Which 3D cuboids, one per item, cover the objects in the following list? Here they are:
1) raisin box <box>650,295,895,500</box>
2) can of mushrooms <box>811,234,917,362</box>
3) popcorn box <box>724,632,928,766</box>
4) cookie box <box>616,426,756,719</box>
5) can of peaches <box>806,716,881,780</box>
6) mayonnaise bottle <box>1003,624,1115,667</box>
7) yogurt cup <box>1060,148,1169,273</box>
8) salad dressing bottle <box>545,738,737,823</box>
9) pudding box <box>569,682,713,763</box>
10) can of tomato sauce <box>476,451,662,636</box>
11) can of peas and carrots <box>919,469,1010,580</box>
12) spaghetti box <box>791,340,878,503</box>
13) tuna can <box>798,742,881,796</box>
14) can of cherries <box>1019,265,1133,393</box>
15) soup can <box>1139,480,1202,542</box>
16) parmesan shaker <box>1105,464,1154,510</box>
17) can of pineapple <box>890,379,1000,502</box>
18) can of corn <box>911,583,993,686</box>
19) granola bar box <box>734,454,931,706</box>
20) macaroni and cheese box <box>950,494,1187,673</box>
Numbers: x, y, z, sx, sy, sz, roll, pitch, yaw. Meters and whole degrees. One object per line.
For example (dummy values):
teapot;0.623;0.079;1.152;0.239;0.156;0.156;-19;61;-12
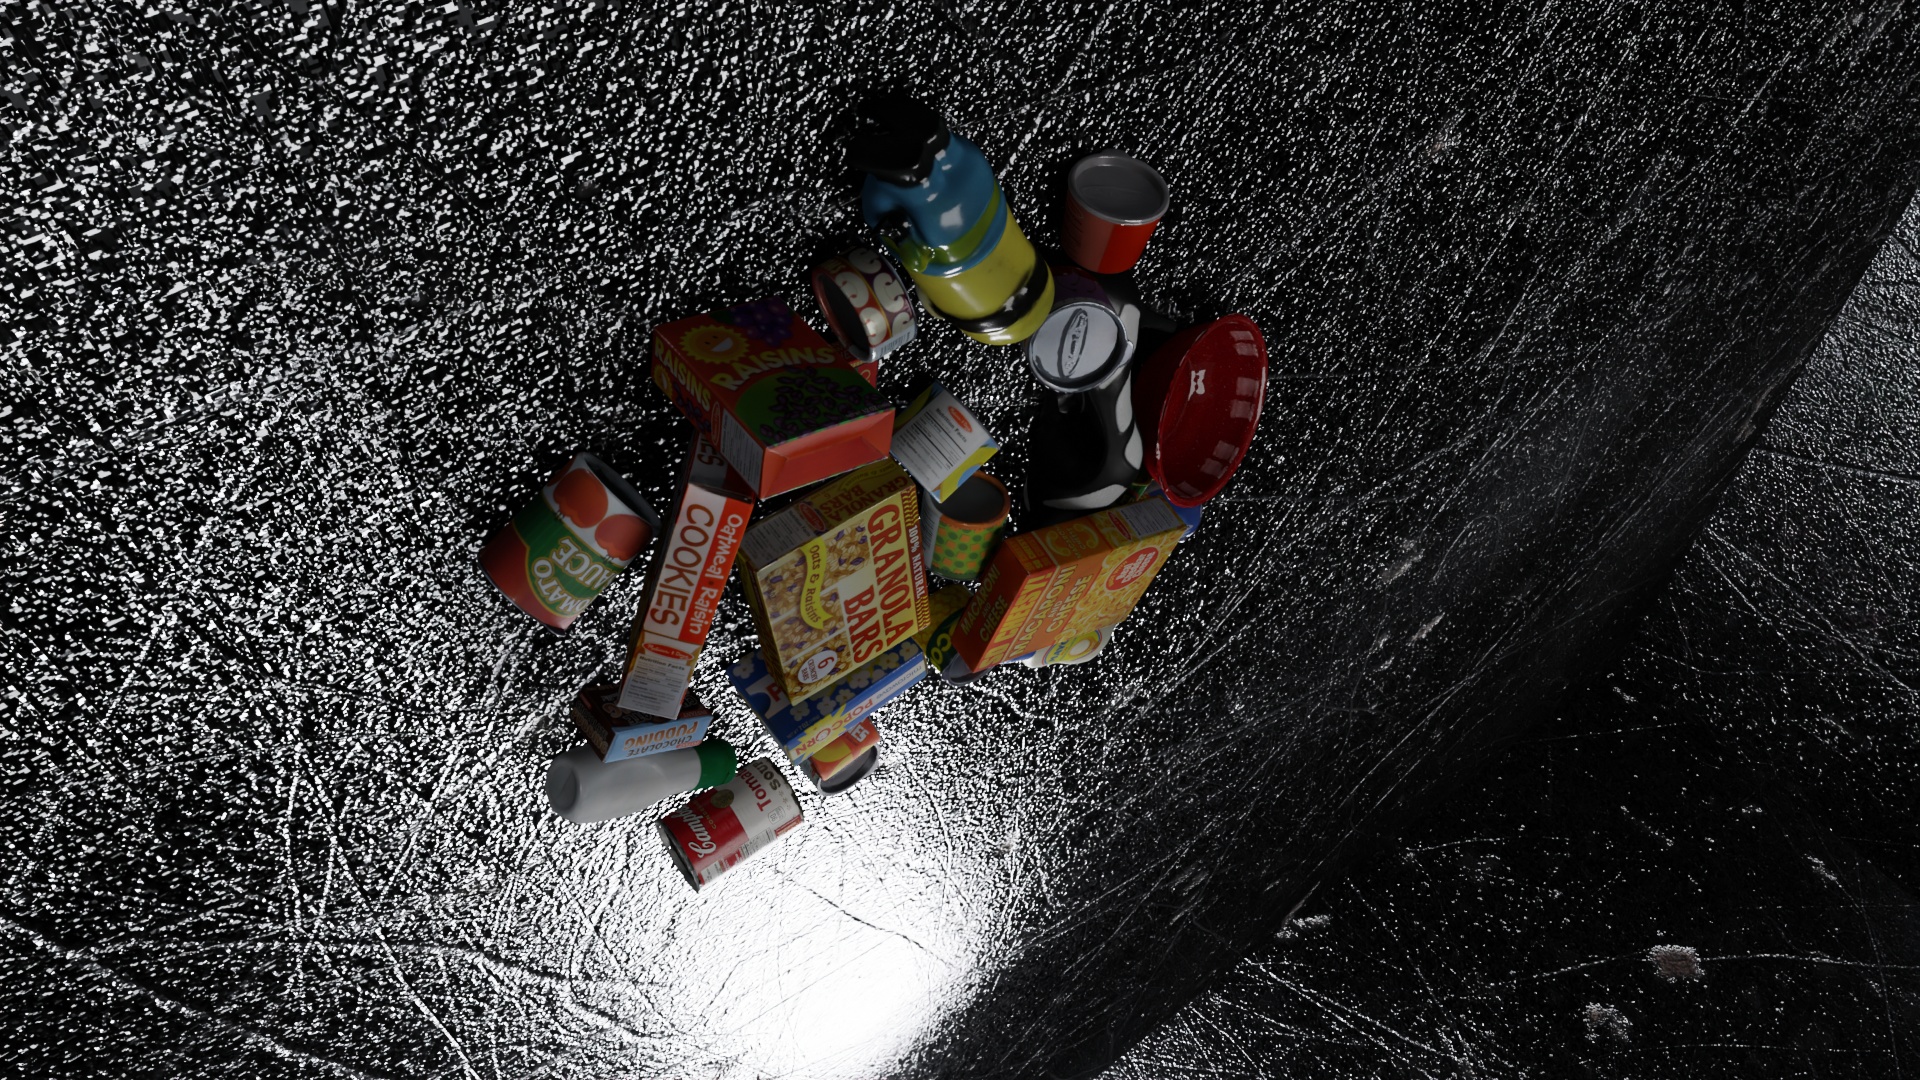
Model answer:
raisin box;-0.107;-0.083;0.779;0.086;0.124;0.039;-22;142;-32
can of mushrooms;-0.059;-0.142;0.823;0.033;0.071;0.070;-33;148;-16
popcorn box;-0.100;0.099;1.047;0.127;0.085;0.038;-33;149;-18
cookie box;-0.158;0.004;0.828;0.040;0.123;0.166;17;122;-14
can of peaches;-0.106;0.151;1.121;0.058;0.071;0.071;-35;148;-13
mayonnaise bottle;0.082;0.090;1.293;0.148;0.041;0.064;-3;133;-49
yogurt cup;0.099;-0.215;0.922;0.073;0.072;0.053;-26;153;-28
salad dressing bottle;-0.231;0.172;1.024;0.148;0.044;0.064;1;126;-51
pudding box;-0.222;0.124;0.969;0.084;0.050;0.030;-3;129;-48
can of tomato sauce;-0.222;0.001;0.798;0.083;0.071;0.071;-45;149;2
can of peas and carrots;0.004;-0.013;1.049;0.071;0.071;0.058;-24;143;-30
spaghetti box;-0.089;-0.033;0.954;0.050;0.029;0.248;-26;145;-28
tuna can;-0.103;0.186;1.201;0.071;0.033;0.070;-30;147;-22
can of cherries;0.073;-0.139;0.917;0.071;0.059;0.071;-6;126;-8
soup can;0.161;-0.021;1.224;0.084;0.071;0.071;-20;142;-33
parmesan shaker;0.107;-0.024;1.155;0.071;0.071;0.102;-3;130;-48
can of pineapple;-0.015;-0.068;0.963;0.058;0.071;0.071;-43;149;-1
can of corn;-0.004;0.080;1.163;0.071;0.058;0.070;-30;147;-22
granola bar box;-0.086;0.030;0.966;0.124;0.039;0.164;-30;147;-19
macaroni and cheese box;0.084;0.033;1.091;0.167;0.040;0.123;-15;147;-36
